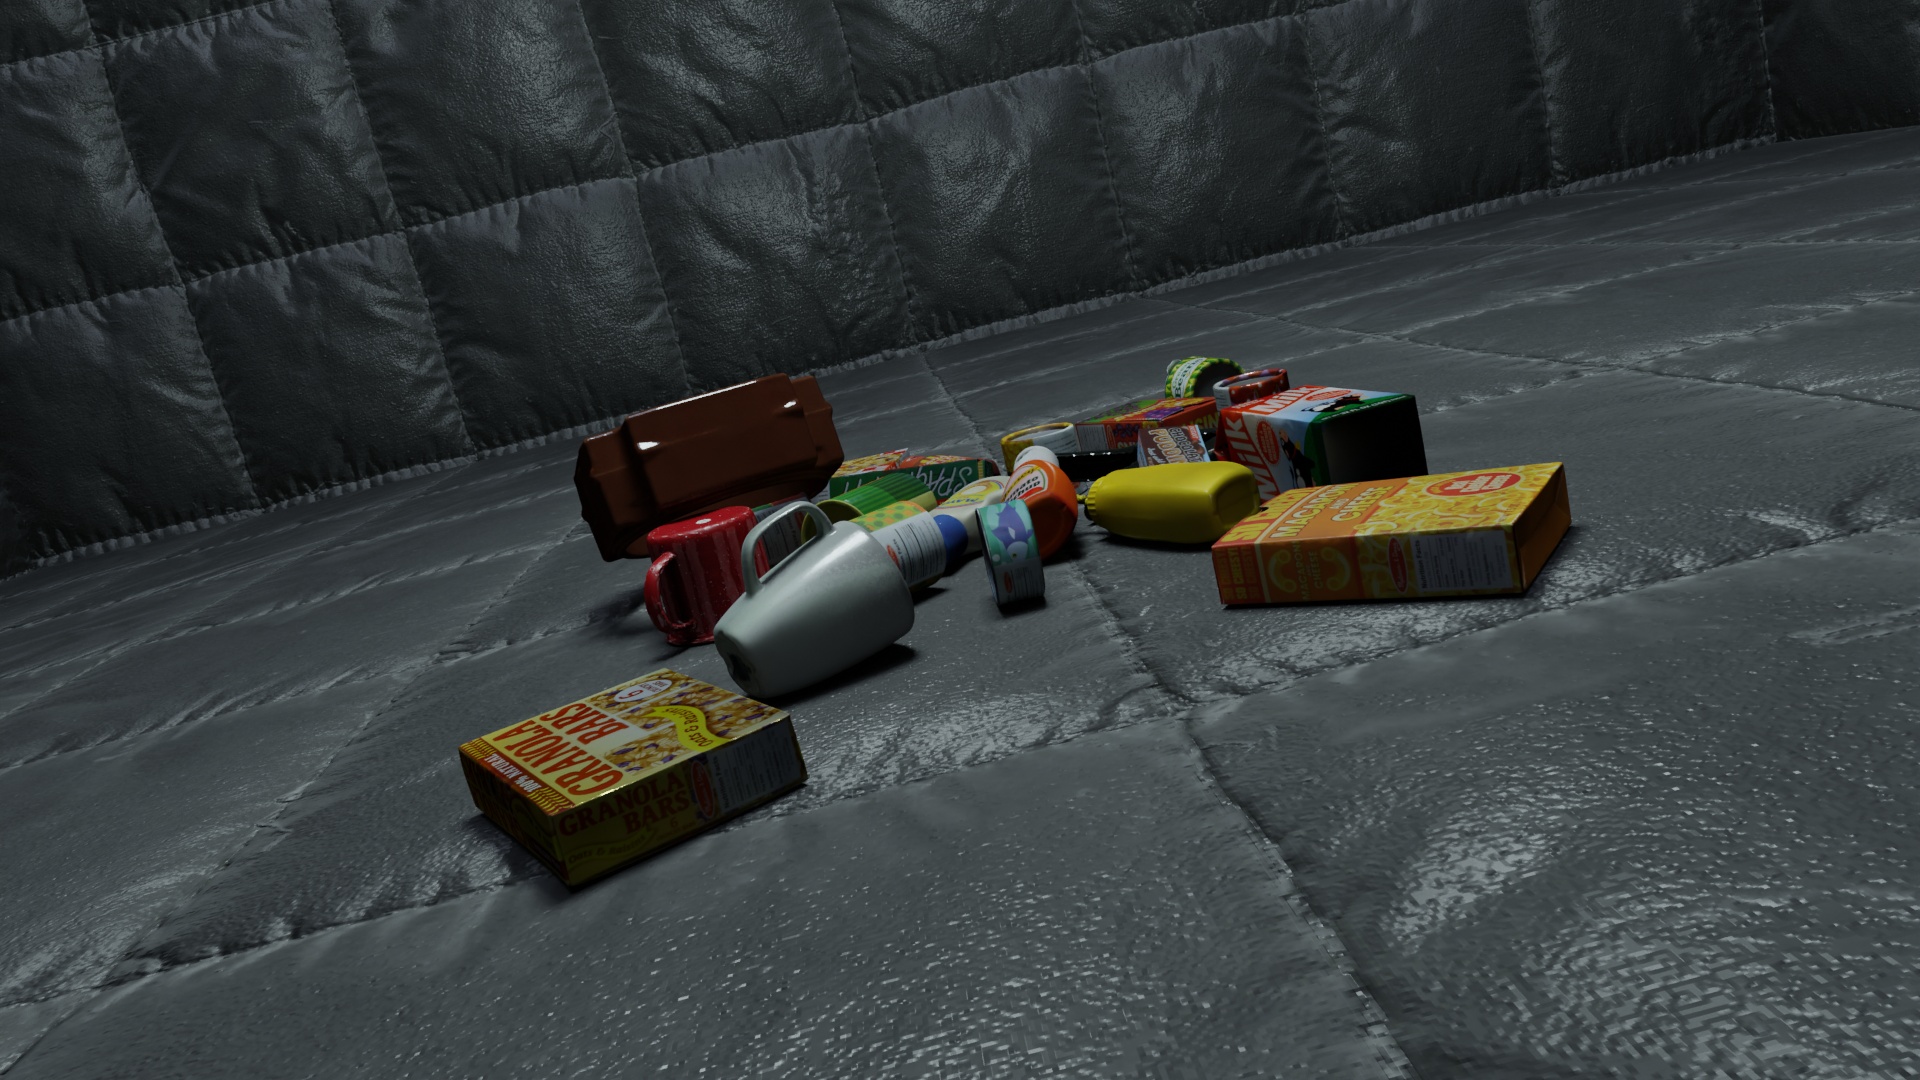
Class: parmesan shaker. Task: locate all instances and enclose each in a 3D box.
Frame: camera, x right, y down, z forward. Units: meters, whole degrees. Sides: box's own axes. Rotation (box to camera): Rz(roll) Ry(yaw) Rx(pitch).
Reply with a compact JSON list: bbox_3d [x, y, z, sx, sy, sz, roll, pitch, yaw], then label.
[{"bbox_3d":[-0.070,-0.009,1.091,0.071,0.071,0.103,-7,11,29],"label":"parmesan shaker"}]

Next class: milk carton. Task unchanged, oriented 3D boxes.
[{"bbox_3d":[0.244,-0.064,0.977,0.072,0.073,0.191,-16,12,-11],"label":"milk carton"}]

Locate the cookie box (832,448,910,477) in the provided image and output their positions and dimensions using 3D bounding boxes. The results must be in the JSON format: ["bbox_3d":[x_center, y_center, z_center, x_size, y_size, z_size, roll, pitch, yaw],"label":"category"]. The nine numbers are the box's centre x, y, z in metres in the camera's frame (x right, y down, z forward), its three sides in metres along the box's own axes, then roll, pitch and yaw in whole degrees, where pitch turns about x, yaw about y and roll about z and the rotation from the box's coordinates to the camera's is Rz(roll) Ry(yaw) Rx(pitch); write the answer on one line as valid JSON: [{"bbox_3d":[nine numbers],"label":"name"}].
[{"bbox_3d":[-0.123,-0.046,1.368,0.123,0.040,0.168,-11,13,14],"label":"cookie box"}]

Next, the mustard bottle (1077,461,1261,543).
[{"bbox_3d":[0.137,-0.027,0.985,0.065,0.048,0.160,-24,15,-32],"label":"mustard bottle"}]

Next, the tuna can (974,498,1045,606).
[{"bbox_3d":[0.032,0.005,0.905,0.033,0.071,0.071,-13,12,-2],"label":"tuna can"}]

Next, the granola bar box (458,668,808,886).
[{"bbox_3d":[-0.171,0.114,0.709,0.125,0.039,0.165,-20,14,-30],"label":"granola bar box"}]

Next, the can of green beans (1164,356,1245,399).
[{"bbox_3d":[0.243,-0.147,1.364,0.071,0.071,0.058,-17,13,-14],"label":"can of green beans"}]

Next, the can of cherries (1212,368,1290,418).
[{"bbox_3d":[0.262,-0.116,1.223,0.071,0.058,0.071,-14,12,3],"label":"can of cherries"}]

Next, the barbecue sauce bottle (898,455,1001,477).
[{"bbox_3d":[-0.018,-0.057,1.298,0.065,0.043,0.148,-19,13,-19],"label":"barbecue sauce bottle"}]

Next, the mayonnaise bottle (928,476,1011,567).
[{"bbox_3d":[0.004,-0.014,1.085,0.064,0.041,0.149,-6,14,25],"label":"mayonnaise bottle"}]

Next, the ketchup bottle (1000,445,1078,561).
[{"bbox_3d":[0.057,-0.032,1.045,0.064,0.043,0.149,-41,13,16],"label":"ketchup bottle"}]

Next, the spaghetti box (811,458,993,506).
[{"bbox_3d":[-0.085,-0.033,1.229,0.250,0.050,0.029,-6,-5,26],"label":"spaghetti box"}]

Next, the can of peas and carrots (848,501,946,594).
[{"bbox_3d":[-0.054,0.011,0.982,0.059,0.070,0.071,-23,15,-40],"label":"can of peas and carrots"}]

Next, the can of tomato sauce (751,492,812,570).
[{"bbox_3d":[-0.157,0.006,1.122,0.083,0.071,0.071,-18,13,-19],"label":"can of tomato sauce"}]

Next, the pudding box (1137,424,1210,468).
[{"bbox_3d":[0.164,-0.056,1.059,0.050,0.030,0.084,-3,31,2],"label":"pudding box"}]

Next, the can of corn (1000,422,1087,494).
[{"bbox_3d":[0.071,-0.067,1.211,0.071,0.058,0.071,-13,12,3],"label":"can of corn"}]

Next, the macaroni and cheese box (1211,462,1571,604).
[{"bbox_3d":[0.244,-0.004,0.786,0.166,0.040,0.124,-4,14,36],"label":"macaroni and cheese box"}]

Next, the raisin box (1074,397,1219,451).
[{"bbox_3d":[0.182,-0.108,1.319,0.086,0.040,0.123,-21,15,-33],"label":"raisin box"}]
